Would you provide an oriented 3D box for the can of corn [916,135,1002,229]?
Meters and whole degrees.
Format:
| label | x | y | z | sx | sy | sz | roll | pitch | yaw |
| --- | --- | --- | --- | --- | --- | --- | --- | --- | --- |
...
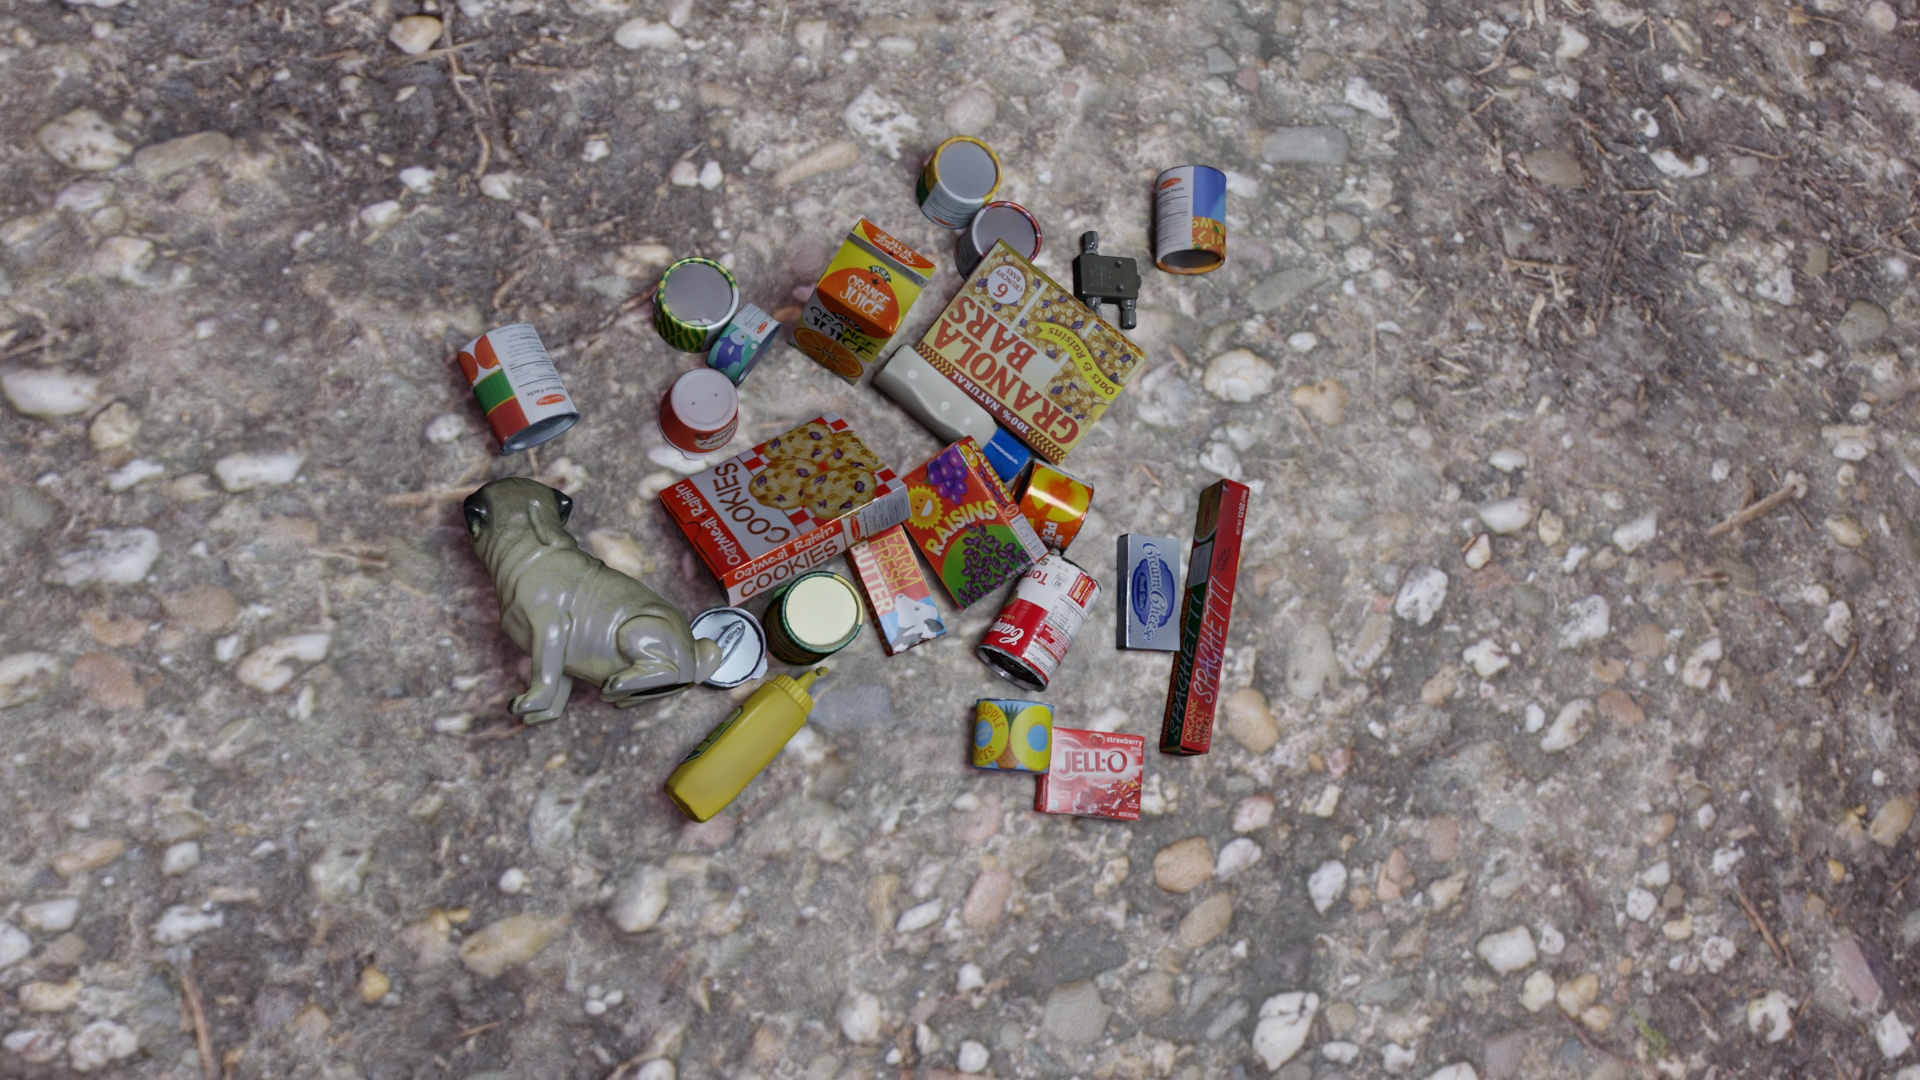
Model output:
| label | x | y | z | sx | sy | sz | roll | pitch | yaw |
| --- | --- | --- | --- | --- | --- | --- | --- | --- | --- |
| can of corn | -0.001 | -0.326 | 1.255 | 0.071 | 0.058 | 0.071 | 3 | 78 | -16 |

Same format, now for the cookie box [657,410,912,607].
| label | x | y | z | sx | sy | sz | roll | pitch | yaw |
| --- | --- | --- | --- | --- | --- | --- | --- | --- | --- |
| cookie box | -0.143 | -0.030 | 1.126 | 0.168 | 0.040 | 0.123 | -27 | 47 | -19 |

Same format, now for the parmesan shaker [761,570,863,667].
| label | x | y | z | sx | sy | sz | roll | pitch | yaw |
| --- | --- | --- | --- | --- | --- | --- | --- | --- | --- |
| parmesan shaker | -0.122 | 0.061 | 1.116 | 0.071 | 0.103 | 0.071 | 3 | 78 | -15 |

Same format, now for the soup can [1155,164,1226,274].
| label | x | y | z | sx | sy | sz | roll | pitch | yaw |
| --- | --- | --- | --- | --- | --- | --- | --- | --- | --- |
| soup can | 0.219 | -0.301 | 1.310 | 0.071 | 0.071 | 0.084 | 5 | 78 | -15 |

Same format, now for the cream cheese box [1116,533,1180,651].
| label | x | y | z | sx | sy | sz | roll | pitch | yaw |
| --- | --- | --- | --- | --- | --- | --- | --- | --- | --- |
| cream cheese box | 0.169 | 0.047 | 1.245 | 0.053 | 0.024 | 0.104 | 5 | 77 | -16 |

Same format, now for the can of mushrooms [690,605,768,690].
| label | x | y | z | sx | sy | sz | roll | pitch | yaw |
| --- | --- | --- | --- | --- | --- | --- | --- | --- | --- |
| can of mushrooms | -0.190 | 0.089 | 1.127 | 0.071 | 0.033 | 0.071 | 3 | 77 | -16 |

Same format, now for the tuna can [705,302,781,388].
| label | x | y | z | sx | sy | sz | roll | pitch | yaw |
| --- | --- | --- | --- | --- | --- | --- | --- | --- | --- |
| tuna can | -0.184 | -0.163 | 1.166 | 0.033 | 0.071 | 0.071 | 36 | 72 | -6 |

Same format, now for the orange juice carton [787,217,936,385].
| label | x | y | z | sx | sy | sz | roll | pitch | yaw |
| --- | --- | --- | --- | --- | --- | --- | --- | --- | --- |
| orange juice carton | -0.080 | -0.198 | 1.135 | 0.072 | 0.192 | 0.073 | 33 | 73 | -9 |

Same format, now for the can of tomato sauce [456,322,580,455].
| label | x | y | z | sx | sy | sz | roll | pitch | yaw |
| --- | --- | --- | --- | --- | --- | --- | --- | --- | --- |
| can of tomato sauce | -0.354 | -0.121 | 1.108 | 0.071 | 0.071 | 0.083 | -27 | 87 | -19 |

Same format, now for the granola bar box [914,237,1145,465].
| label | x | y | z | sx | sy | sz | roll | pitch | yaw |
| --- | --- | --- | --- | --- | --- | --- | --- | --- | --- |
| granola bar box | 0.060 | -0.164 | 1.216 | 0.165 | 0.039 | 0.124 | 37 | 108 | -6 |

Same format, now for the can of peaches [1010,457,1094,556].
| label | x | y | z | sx | sy | sz | roll | pitch | yaw |
| --- | --- | --- | --- | --- | --- | --- | --- | --- | --- |
| can of peaches | 0.075 | -0.029 | 1.211 | 0.058 | 0.071 | 0.071 | 25 | 73 | -10 |

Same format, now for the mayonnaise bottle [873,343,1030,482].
| label | x | y | z | sx | sy | sz | roll | pitch | yaw |
| --- | --- | --- | --- | --- | --- | --- | --- | --- | --- |
| mayonnaise bottle | -0.007 | -0.109 | 1.208 | 0.148 | 0.064 | 0.041 | 38 | 78 | -10 |

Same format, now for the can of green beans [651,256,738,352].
| label | x | y | z | sx | sy | sz | roll | pitch | yaw |
| --- | --- | --- | --- | --- | --- | --- | --- | --- | --- |
| can of green beans | -0.222 | -0.197 | 1.164 | 0.071 | 0.057 | 0.071 | 3 | 78 | -15 |

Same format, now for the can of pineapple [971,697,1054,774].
| label | x | y | z | sx | sy | sz | roll | pitch | yaw |
| --- | --- | --- | --- | --- | --- | --- | --- | --- | --- |
| can of pineapple | 0.042 | 0.164 | 1.161 | 0.071 | 0.071 | 0.058 | 8 | 77 | -15 |

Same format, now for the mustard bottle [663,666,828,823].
| label | x | y | z | sx | sy | sz | roll | pitch | yaw |
| --- | --- | --- | --- | --- | --- | --- | --- | --- | --- |
| mustard bottle | -0.165 | 0.154 | 1.108 | 0.049 | 0.065 | 0.161 | 48 | 65 | -8 |

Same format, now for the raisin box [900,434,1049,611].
| label | x | y | z | sx | sy | sz | roll | pitch | yaw |
| --- | --- | --- | --- | --- | --- | --- | --- | --- | --- |
| raisin box | 0.004 | -0.015 | 1.178 | 0.123 | 0.086 | 0.040 | 57 | 28 | 1 |

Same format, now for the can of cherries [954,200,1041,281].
| label | x | y | z | sx | sy | sz | roll | pitch | yaw |
| --- | --- | --- | --- | --- | --- | --- | --- | --- | --- |
| can of cherries | 0.036 | -0.265 | 1.253 | 0.071 | 0.058 | 0.071 | 3 | 78 | -15 |

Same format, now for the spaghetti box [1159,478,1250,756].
| label | x | y | z | sx | sy | sz | roll | pitch | yaw |
| --- | --- | --- | --- | --- | --- | --- | --- | --- | --- |
| spaghetti box | 0.218 | 0.070 | 1.241 | 0.029 | 0.050 | 0.250 | 15 | 75 | -12 |

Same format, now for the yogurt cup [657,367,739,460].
| label | x | y | z | sx | sy | sz | roll | pitch | yaw |
| --- | --- | --- | --- | --- | --- | --- | --- | --- | --- |
| yogurt cup | -0.215 | -0.110 | 1.150 | 0.072 | 0.053 | 0.072 | 3 | 77 | -16 |

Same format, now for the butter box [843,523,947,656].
| label | x | y | z | sx | sy | sz | roll | pitch | yaw |
| --- | --- | --- | --- | --- | --- | --- | --- | --- | --- |
| butter box | -0.056 | 0.042 | 1.180 | 0.053 | 0.024 | 0.103 | -22 | 86 | -20 |
